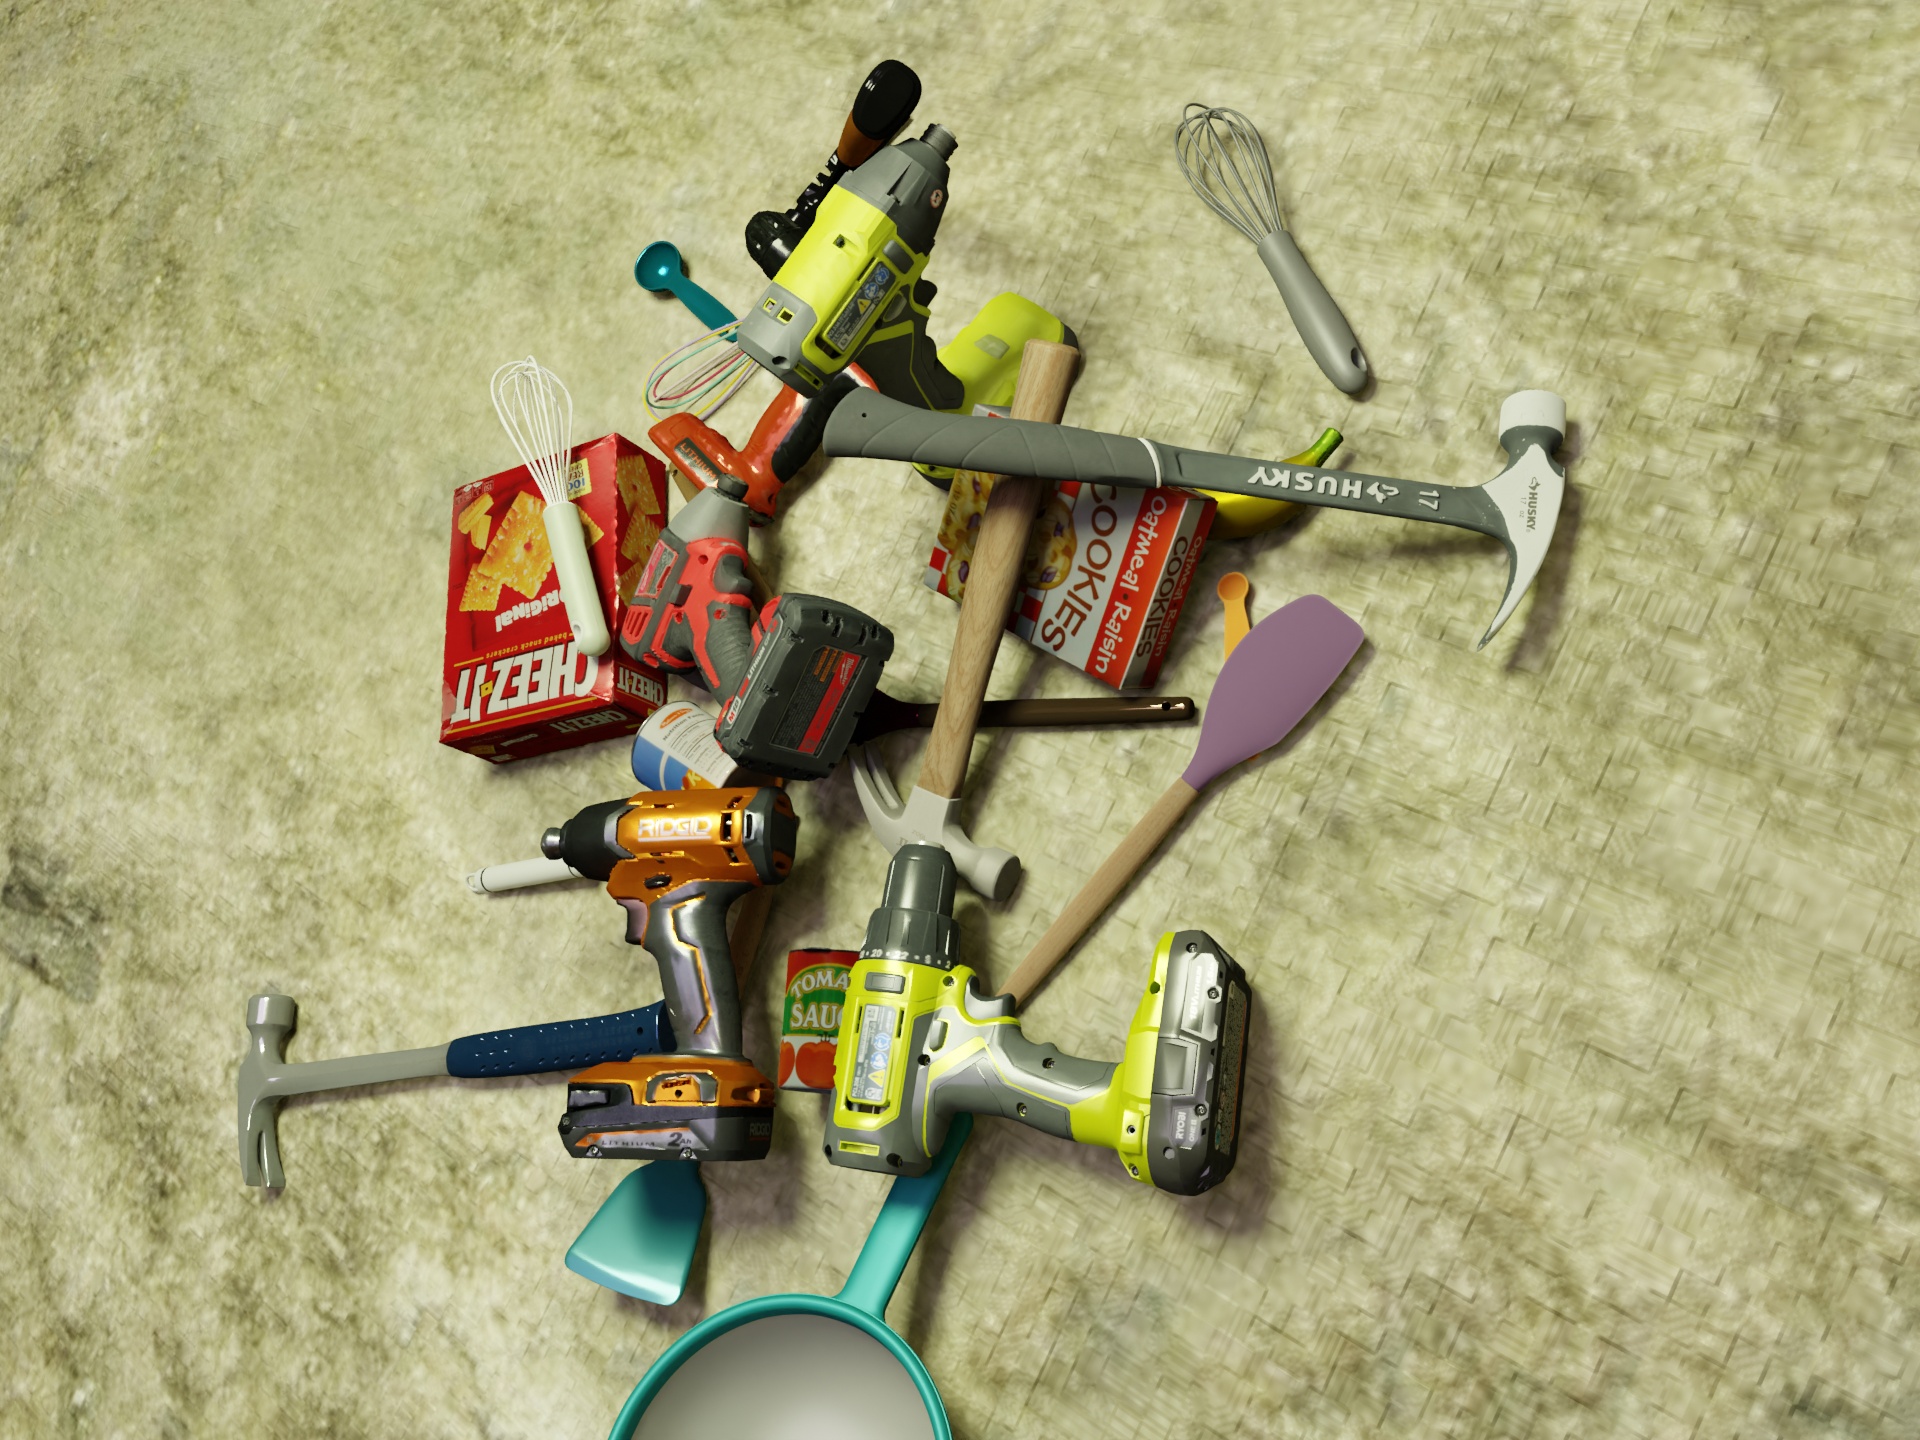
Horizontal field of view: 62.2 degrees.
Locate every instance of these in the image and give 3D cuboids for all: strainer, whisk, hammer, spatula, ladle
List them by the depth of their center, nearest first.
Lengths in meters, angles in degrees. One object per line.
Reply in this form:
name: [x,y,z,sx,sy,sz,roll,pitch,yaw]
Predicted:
hammer: [0.124,-0.136,0.888,0.409,0.036,0.149,8,72,7]
strainer: [-0.062,0.382,0.898,0.211,0.095,0.340,12,61,29]
spatula: [0.116,0.056,0.932,0.060,0.018,0.316,42,98,27]
hammer: [0.013,-0.065,0.968,0.130,0.031,0.331,21,103,30]
whisk: [0.195,-0.298,0.993,0.055,0.055,0.239,-30,65,18]
spatula: [-0.162,0.207,1.027,0.082,0.044,0.317,13,79,18]
hammer: [-0.061,-0.385,1.043,0.127,0.034,0.337,-53,14,2]
ladle: [-0.144,-0.090,1.114,0.069,0.031,0.316,-49,52,18]
strainer: [-0.260,0.097,1.119,0.258,0.050,0.086,-12,112,31]
whisk: [-0.286,-0.155,1.132,0.057,0.059,0.246,-42,60,49]
hammer: [-0.368,0.248,1.132,0.405,0.035,0.144,-12,68,25]
whisk: [-0.141,-0.303,1.184,0.245,0.051,0.047,-34,55,12]

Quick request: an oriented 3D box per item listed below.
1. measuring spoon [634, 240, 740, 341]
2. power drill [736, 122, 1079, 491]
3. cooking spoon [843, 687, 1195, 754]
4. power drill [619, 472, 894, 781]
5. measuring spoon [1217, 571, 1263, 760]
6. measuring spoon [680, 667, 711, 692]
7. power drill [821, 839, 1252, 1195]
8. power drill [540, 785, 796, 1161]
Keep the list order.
measuring spoon: [-0.208,-0.331,1.248,0.129,0.021,0.042,43,96,23]
power drill: [-0.020,-0.248,0.989,0.080,0.223,0.171,40,95,32]
cooking spoon: [-0.002,-0.003,1.021,0.319,0.017,0.069,-2,72,29]
power drill: [-0.141,-0.067,1.037,0.220,0.078,0.143,41,109,46]
measuring spoon: [0.168,-0.032,0.943,0.021,0.011,0.117,-11,73,25]
measuring spoon: [-0.172,-0.028,1.117,0.124,0.018,0.034,26,88,40]
power drill: [0.040,0.166,0.890,0.228,0.080,0.191,2,71,22]
power drill: [-0.189,0.154,0.986,0.164,0.084,0.227,-2,76,13]
